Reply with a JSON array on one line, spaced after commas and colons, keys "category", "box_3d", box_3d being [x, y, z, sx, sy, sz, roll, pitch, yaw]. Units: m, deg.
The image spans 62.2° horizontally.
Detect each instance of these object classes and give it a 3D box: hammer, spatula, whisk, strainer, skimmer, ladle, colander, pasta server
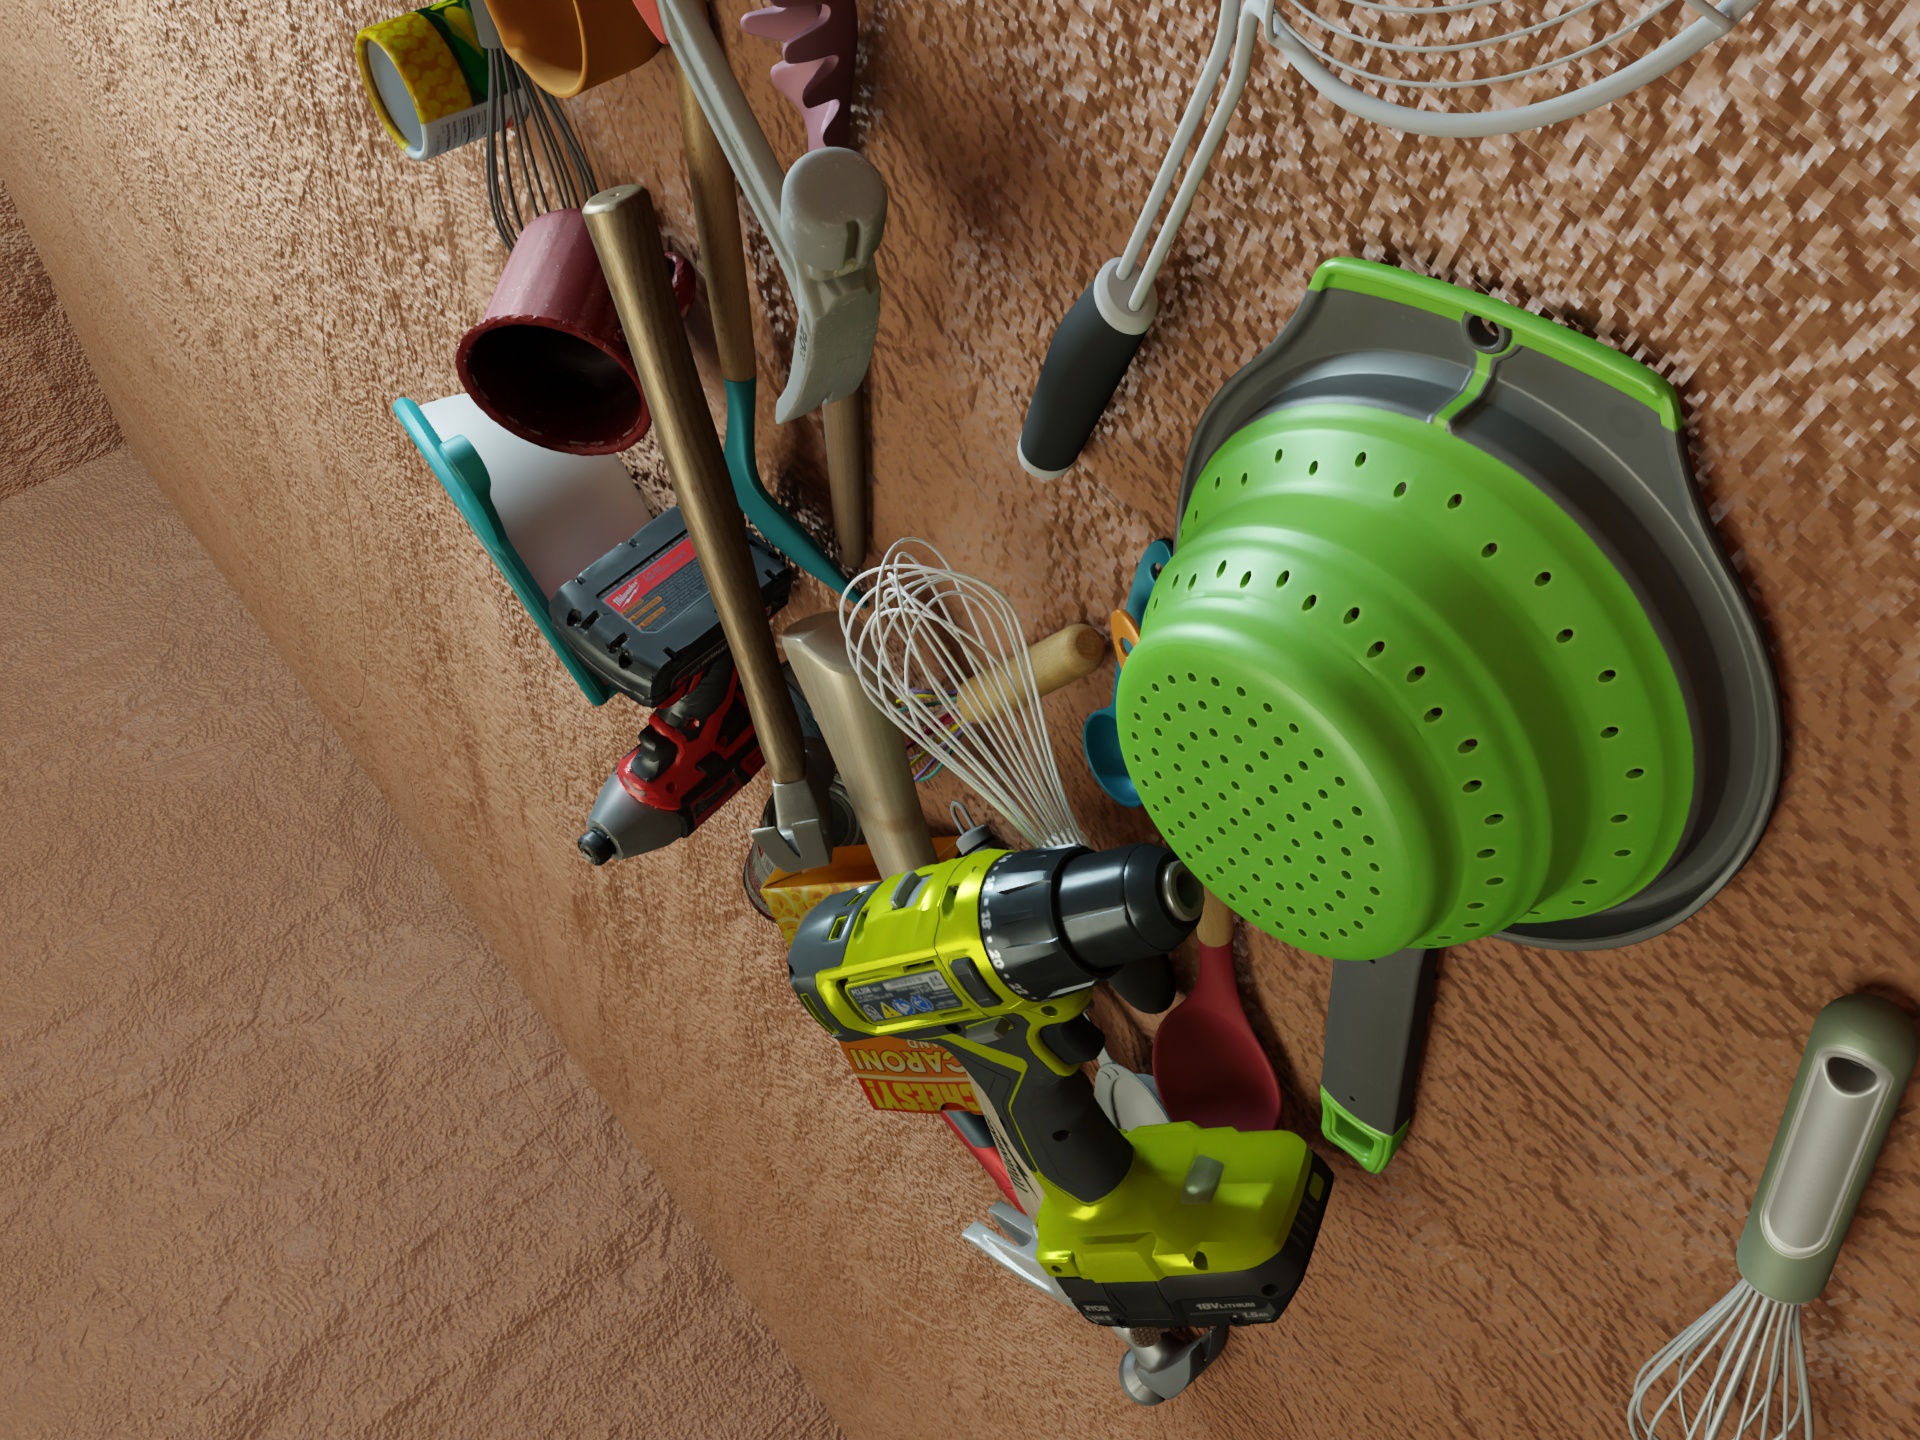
[{"category": "hammer", "box_3d": [-0.107, -0.072, 0.722, 0.130, 0.031, 0.331, -101, -2, -60]}, {"category": "spatula", "box_3d": [-0.094, -0.183, 0.711, 0.082, 0.044, 0.317, 36, 144, 37]}, {"category": "hammer", "box_3d": [0.018, 0.265, 1.025, 0.386, 0.038, 0.143, 47, 153, 19]}, {"category": "whisk", "box_3d": [0.248, 0.173, 0.486, 0.058, 0.059, 0.246, 22, 135, 33]}, {"category": "strainer", "box_3d": [0.064, 0.149, 0.801, 0.258, 0.050, 0.087, 59, 156, 9]}, {"category": "whisk", "box_3d": [-0.212, -0.318, 0.739, 0.055, 0.055, 0.238, 33, 142, 41]}, {"category": "skimmer", "box_3d": [0.085, -0.142, 0.412, 0.363, 0.090, 0.127, 121, 138, -75]}, {"category": "strainer", "box_3d": [-0.226, -0.124, 0.884, 0.211, 0.095, 0.340, 57, 169, -2]}, {"category": "ladle", "box_3d": [0.101, 0.070, 0.651, 0.069, 0.031, 0.315, 22, 138, 35]}, {"category": "whisk", "box_3d": [-0.001, 0.000, 0.736, 0.051, 0.047, 0.245, 46, 153, -10]}, {"category": "hammer", "box_3d": [-0.006, 0.133, 0.799, 0.146, 0.038, 0.410, 9, 126, 52]}, {"category": "whisk", "box_3d": [0.034, 0.037, 0.666, 0.070, 0.070, 0.284, 25, 155, 49]}, {"category": "colander", "box_3d": [0.121, 0.058, 0.514, 0.205, 0.094, 0.396, 35, 148, 35]}, {"category": "pasta server", "box_3d": [-0.057, -0.171, 0.638, 0.060, 0.040, 0.316, 57, 160, 32]}, {"category": "hammer", "box_3d": [-0.119, -0.283, 0.553, 0.359, 0.036, 0.149, 63, 166, 7]}]

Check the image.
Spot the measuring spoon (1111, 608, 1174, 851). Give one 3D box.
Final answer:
[{"category": "measuring spoon", "box_3d": [0.074, 0.012, 0.601, 0.021, 0.011, 0.116, 13, 127, 57]}]

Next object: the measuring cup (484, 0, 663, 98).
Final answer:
[{"category": "measuring cup", "box_3d": [-0.175, -0.339, 0.636, 0.173, 0.052, 0.095, 60, 155, -3]}]

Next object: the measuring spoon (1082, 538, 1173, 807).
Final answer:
[{"category": "measuring spoon", "box_3d": [0.074, -0.019, 0.614, 0.042, 0.021, 0.128, 46, 145, 34]}]

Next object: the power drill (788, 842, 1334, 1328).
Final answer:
[{"category": "power drill", "box_3d": [0.057, 0.147, 0.660, 0.190, 0.080, 0.228, -19, 115, 40]}]

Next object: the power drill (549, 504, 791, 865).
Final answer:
[{"category": "power drill", "box_3d": [-0.165, -0.008, 0.905, 0.079, 0.143, 0.219, 37, 149, 17]}]
